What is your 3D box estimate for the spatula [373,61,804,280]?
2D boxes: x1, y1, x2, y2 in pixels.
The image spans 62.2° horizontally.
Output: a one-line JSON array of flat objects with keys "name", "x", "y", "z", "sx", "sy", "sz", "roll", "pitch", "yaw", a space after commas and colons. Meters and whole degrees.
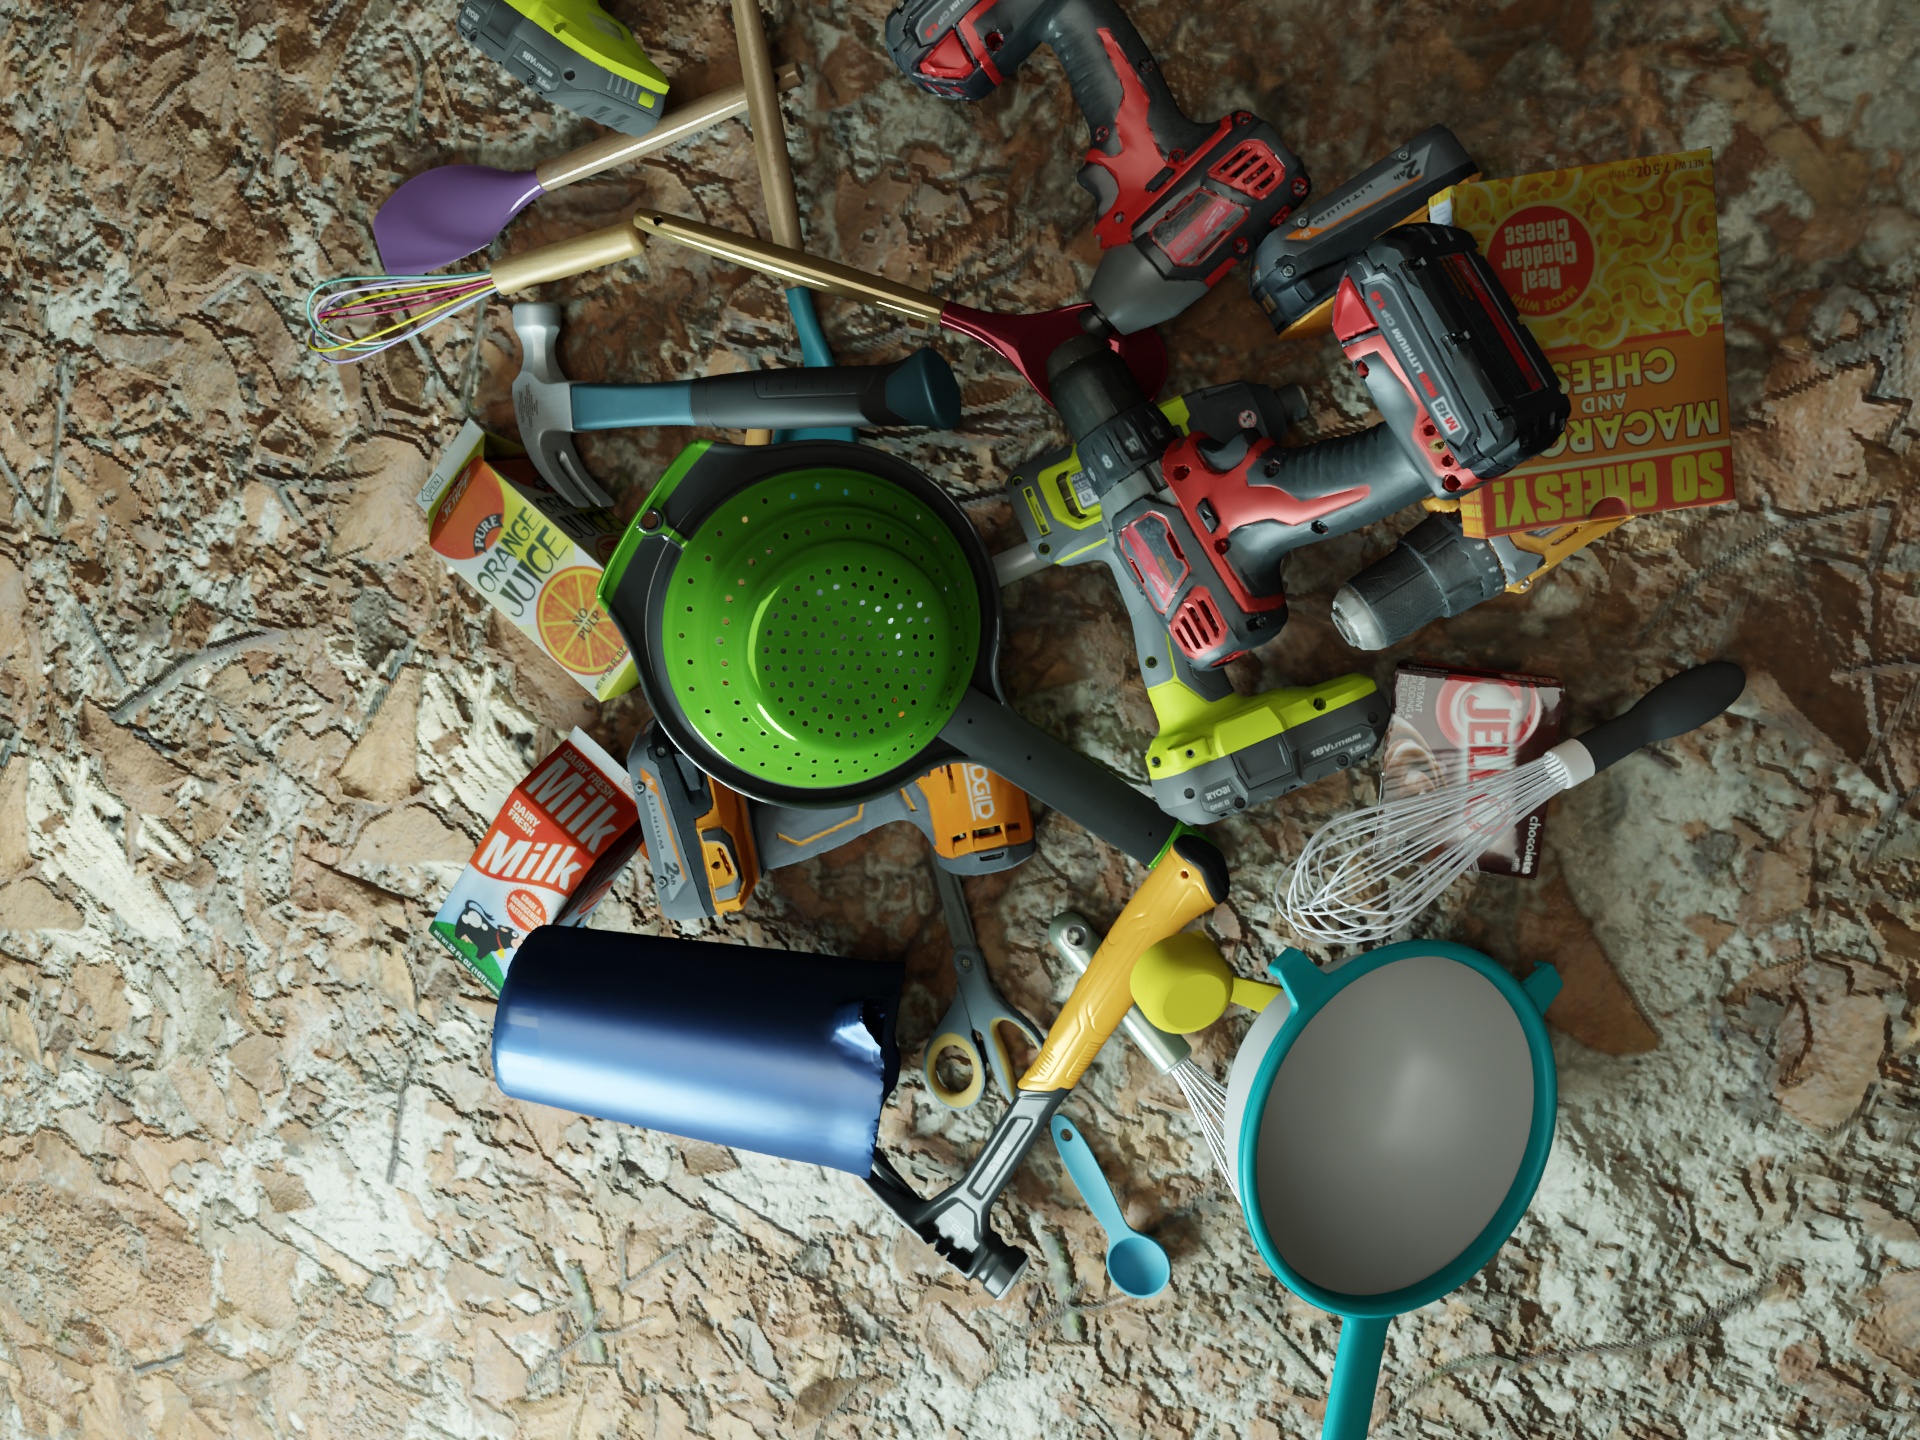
[{"name": "spatula", "x": -0.238, "y": -0.346, "z": 0.985, "sx": 0.316, "sy": 0.018, "sz": 0.060, "roll": -13, "pitch": 95, "yaw": 20}]

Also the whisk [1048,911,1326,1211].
[{"name": "whisk", "x": 0.138, "y": 0.215, "z": 0.977, "sx": 0.058, "sy": 0.059, "sz": 0.246, "roll": -38, "pitch": 84, "yaw": -16}]

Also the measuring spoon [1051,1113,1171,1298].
[{"name": "measuring spoon", "x": 0.096, "y": 0.310, "z": 1.027, "sx": 0.042, "sy": 0.021, "sz": 0.129, "roll": -32, "pitch": 82, "yaw": 22}]

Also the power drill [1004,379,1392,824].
[{"name": "power drill", "x": 0.144, "y": -0.069, "z": 0.889, "sx": 0.171, "sy": 0.080, "sz": 0.223, "roll": -23, "pitch": 91, "yaw": 6}]

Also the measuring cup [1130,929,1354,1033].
[{"name": "measuring cup", "x": 0.170, "y": 0.165, "z": 0.920, "sx": 0.156, "sy": 0.029, "sz": 0.062, "roll": 18, "pitch": 111, "yaw": -22}]

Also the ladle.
[{"name": "ladle", "x": -0.035, "y": -0.239, "z": 0.907, "sx": 0.315, "sy": 0.031, "sz": 0.069, "roll": 18, "pitch": 89, "yaw": 0}]

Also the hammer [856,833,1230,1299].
[{"name": "hammer", "x": 0.056, "y": 0.202, "z": 0.973, "sx": 0.127, "sy": 0.034, "sz": 0.336, "roll": 36, "pitch": 114, "yaw": 14}]

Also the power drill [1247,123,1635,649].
[{"name": "power drill", "x": 0.235, "y": -0.164, "z": 0.827, "sx": 0.185, "sy": 0.084, "sz": 0.226, "roll": -33, "pitch": 93, "yaw": 4}]

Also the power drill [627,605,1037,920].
[{"name": "power drill", "x": -0.077, "y": 0.025, "z": 0.950, "sx": 0.226, "sy": 0.084, "sz": 0.164, "roll": -11, "pitch": 105, "yaw": -3}]

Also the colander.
[{"name": "colander", "x": -0.001, "y": -0.003, "z": 0.865, "sx": 0.396, "sy": 0.094, "sz": 0.204, "roll": 32, "pitch": 92, "yaw": -19}]

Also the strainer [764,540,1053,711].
[{"name": "strainer", "x": -0.017, "y": -0.072, "z": 0.964, "sx": 0.258, "sy": 0.050, "sz": 0.086, "roll": -22, "pitch": 115, "yaw": 15}]

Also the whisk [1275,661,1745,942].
[{"name": "whisk", "x": 0.291, "y": 0.037, "z": 0.834, "sx": 0.284, "sy": 0.070, "sz": 0.070, "roll": -27, "pitch": 93, "yaw": -8}]

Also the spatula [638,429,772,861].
[{"name": "spatula", "x": -0.148, "y": -0.047, "z": 0.996, "sx": 0.081, "sy": 0.041, "sz": 0.322, "roll": 24, "pitch": 116, "yaw": 29}]

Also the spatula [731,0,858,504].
[{"name": "spatula", "x": -0.107, "y": -0.280, "z": 0.935, "sx": 0.082, "sy": 0.044, "sz": 0.317, "roll": 2, "pitch": 108, "yaw": 38}]

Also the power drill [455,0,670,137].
[{"name": "power drill", "x": -0.176, "y": -0.456, "z": 0.889, "sx": 0.191, "sy": 0.080, "sz": 0.228, "roll": 42, "pitch": 112, "yaw": 26}]

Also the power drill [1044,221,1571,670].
[{"name": "power drill", "x": 0.151, "y": -0.148, "z": 0.774, "sx": 0.226, "sy": 0.080, "sz": 0.188, "roll": -33, "pitch": 84, "yaw": 42}]

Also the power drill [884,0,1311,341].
[{"name": "power drill", "x": 0.068, "y": -0.320, "z": 0.863, "sx": 0.143, "sy": 0.078, "sz": 0.219, "roll": -42, "pitch": 91, "yaw": 16}]

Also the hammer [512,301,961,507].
[{"name": "hammer", "x": -0.142, "y": -0.189, "z": 0.932, "sx": 0.331, "sy": 0.033, "sz": 0.128, "roll": 6, "pitch": 102, "yaw": 34}]

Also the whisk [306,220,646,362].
[{"name": "whisk", "x": -0.313, "y": -0.279, "z": 1.013, "sx": 0.245, "sy": 0.047, "sz": 0.051, "roll": -12, "pitch": 110, "yaw": 15}]

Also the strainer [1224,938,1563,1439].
[{"name": "strainer", "x": 0.216, "y": 0.280, "z": 0.905, "sx": 0.211, "sy": 0.095, "sz": 0.340, "roll": 6, "pitch": 96, "yaw": -24}]
